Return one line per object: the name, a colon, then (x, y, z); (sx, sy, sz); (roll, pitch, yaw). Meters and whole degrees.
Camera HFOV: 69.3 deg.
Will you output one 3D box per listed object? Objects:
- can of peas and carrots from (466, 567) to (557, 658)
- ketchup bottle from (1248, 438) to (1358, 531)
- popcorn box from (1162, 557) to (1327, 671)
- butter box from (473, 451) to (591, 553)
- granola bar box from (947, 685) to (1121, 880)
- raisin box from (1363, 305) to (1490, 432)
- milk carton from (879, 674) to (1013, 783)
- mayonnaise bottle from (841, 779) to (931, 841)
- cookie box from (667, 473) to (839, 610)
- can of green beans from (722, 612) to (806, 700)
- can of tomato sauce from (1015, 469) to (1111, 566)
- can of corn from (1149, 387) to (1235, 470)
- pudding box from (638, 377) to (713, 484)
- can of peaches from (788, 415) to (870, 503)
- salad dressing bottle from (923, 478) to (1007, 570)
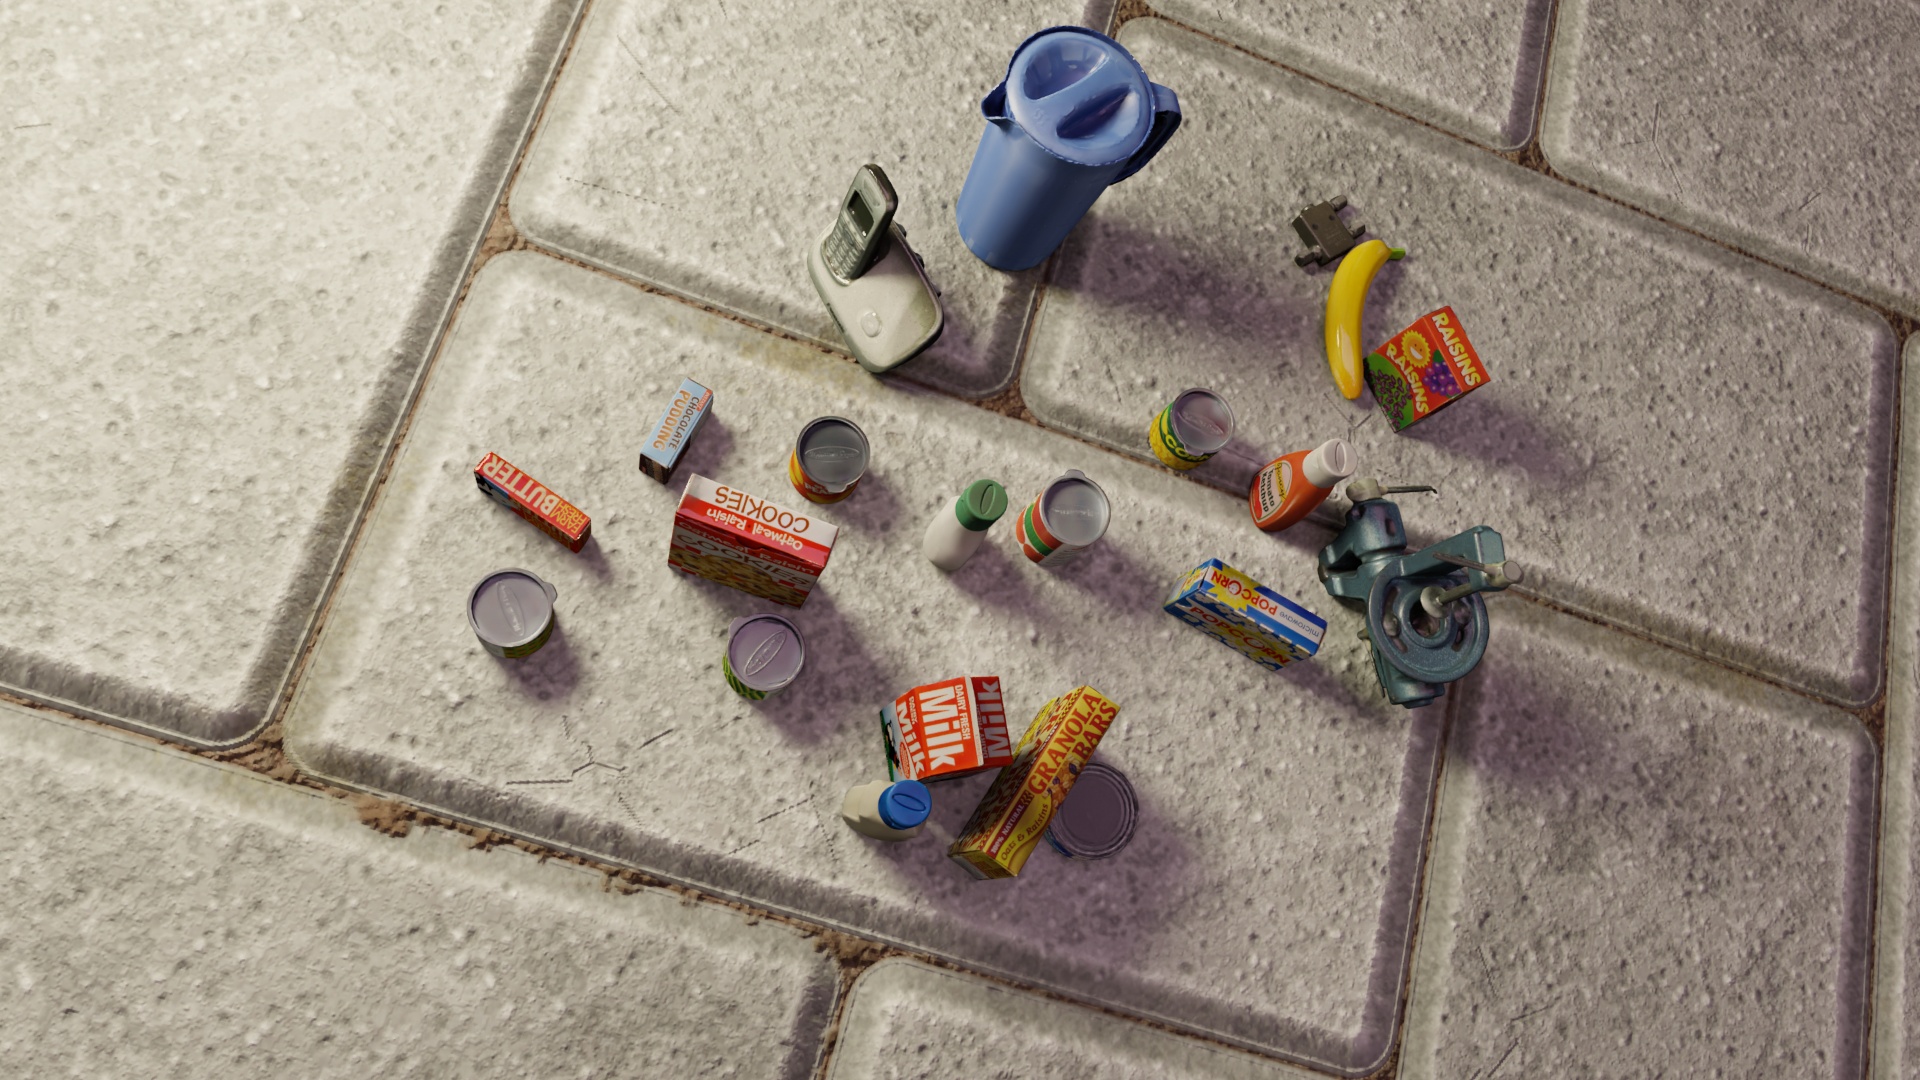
can of peas and carrots: (-0.366, 0.059, 1.142); (0.071, 0.058, 0.071); (4, 74, -13)
ketchup bottle: (0.321, -0.056, 1.301); (0.043, 0.148, 0.065); (5, 74, -13)
popcorn box: (0.263, 0.070, 1.285); (0.127, 0.085, 0.038); (29, 70, -5)
butter box: (-0.359, -0.031, 1.172); (0.103, 0.053, 0.024); (34, 70, -3)
granola bar box: (0.060, 0.206, 1.175); (0.039, 0.124, 0.166); (36, 70, -3)
raisin box: (0.459, -0.168, 1.381); (0.040, 0.123, 0.086); (-22, 82, -19)
milk carton: (-0.010, 0.157, 1.135); (0.073, 0.190, 0.072); (-6, 77, -16)
mayonnaise bottle: (-0.056, 0.219, 1.129); (0.065, 0.147, 0.041); (23, 71, -7)
cookie box: (-0.175, 0.006, 1.148); (0.123, 0.167, 0.040); (20, 72, -8)
can of green beans: (-0.168, 0.099, 1.182); (0.071, 0.057, 0.071); (4, 74, -13)
can of tomato sauce: (0.092, -0.019, 1.268); (0.071, 0.083, 0.071); (4, 74, -13)
can of corn: (0.222, -0.104, 1.338); (0.071, 0.058, 0.071); (4, 74, -13)
pudding box: (-0.249, -0.096, 1.220); (0.030, 0.049, 0.084); (29, 70, -5)
can of peaches: (-0.118, -0.069, 1.241); (0.071, 0.058, 0.071); (4, 74, -13)
salad dressing bottle: (0.004, -0.015, 1.210); (0.044, 0.147, 0.064); (20, 71, -8)
